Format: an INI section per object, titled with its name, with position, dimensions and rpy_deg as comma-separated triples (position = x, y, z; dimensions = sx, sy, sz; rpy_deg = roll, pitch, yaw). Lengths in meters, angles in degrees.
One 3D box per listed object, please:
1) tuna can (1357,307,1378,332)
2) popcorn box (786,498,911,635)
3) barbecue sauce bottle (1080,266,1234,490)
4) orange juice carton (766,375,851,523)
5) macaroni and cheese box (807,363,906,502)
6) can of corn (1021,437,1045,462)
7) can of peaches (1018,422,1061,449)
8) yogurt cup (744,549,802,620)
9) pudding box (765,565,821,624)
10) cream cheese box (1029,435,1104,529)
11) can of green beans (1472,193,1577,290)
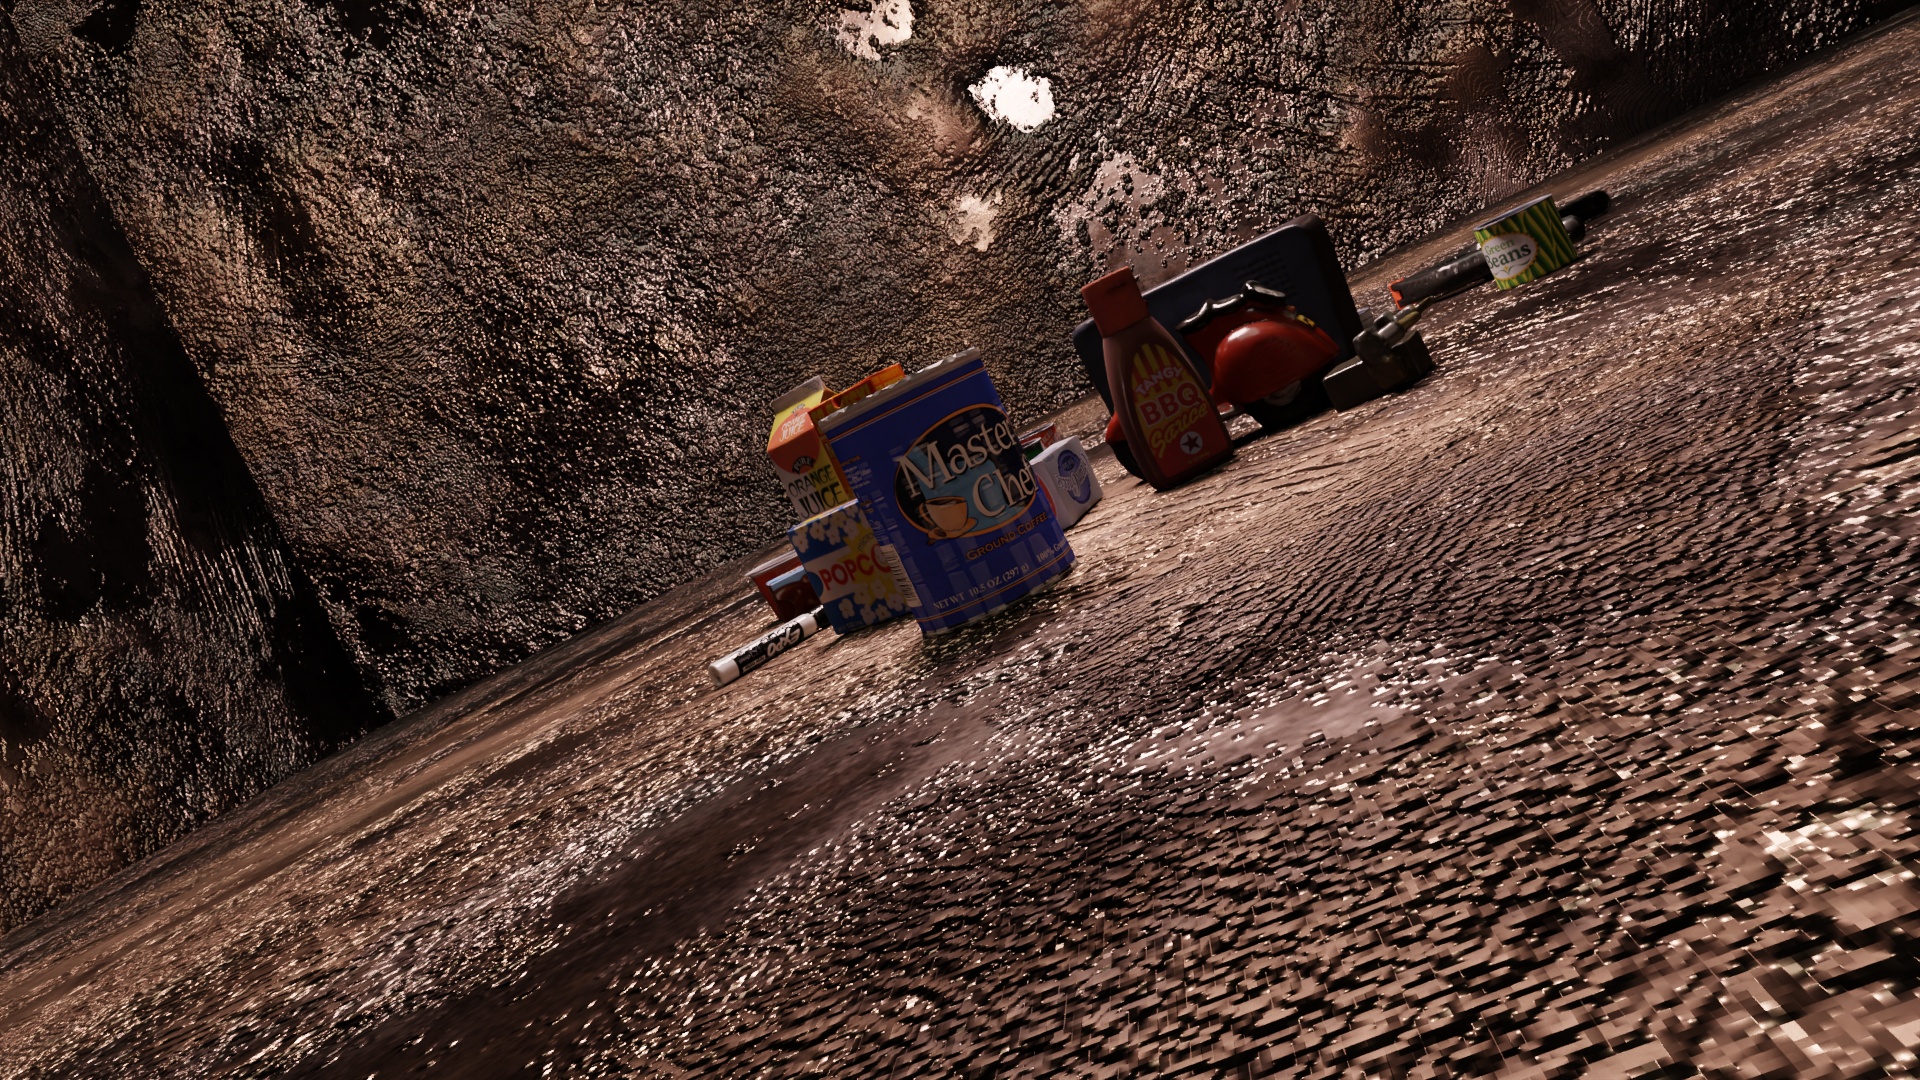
[tuna can]
position = 0.338, -0.179, 1.241
dimensions = 0.071, 0.033, 0.071
rpy_deg = -25, 5, 3
[popcorn box]
position = -0.053, 0.009, 0.958
dimensions = 0.126, 0.085, 0.038
rpy_deg = -21, 7, 44
[barbecue sauce bottle]
position = 0.129, -0.112, 0.949
dimensions = 0.065, 0.148, 0.043
rpy_deg = -26, 5, -7
[orange juice carton]
position = -0.118, -0.060, 1.338
dimensions = 0.071, 0.192, 0.073
rpy_deg = -22, 6, 38
[macaroni and cheese box]
position = -0.062, -0.061, 1.238
dimensions = 0.040, 0.166, 0.123
rpy_deg = -29, 6, -33
[can of corn]
position = 0.047, -0.045, 1.156
dimensions = 0.071, 0.058, 0.071
rpy_deg = -25, 5, 3
[can of peaches]
position = 0.071, -0.071, 1.298
dimensions = 0.071, 0.058, 0.071
rpy_deg = -25, 5, 3
[yogurt cup]
position = -0.157, 0.040, 1.304
dimensions = 0.072, 0.054, 0.072
rpy_deg = -25, 5, 3
[pudding box]
position = -0.110, 0.039, 1.125
dimensions = 0.084, 0.049, 0.030
rpy_deg = -27, 5, -13
[cream cheese box]
position = 0.075, -0.042, 1.029
dimensions = 0.024, 0.053, 0.104
rpy_deg = -24, 6, 23
[can of green beans]
position = 0.473, -0.249, 1.162
dimensions = 0.071, 0.057, 0.071
rpy_deg = -25, 5, 3
